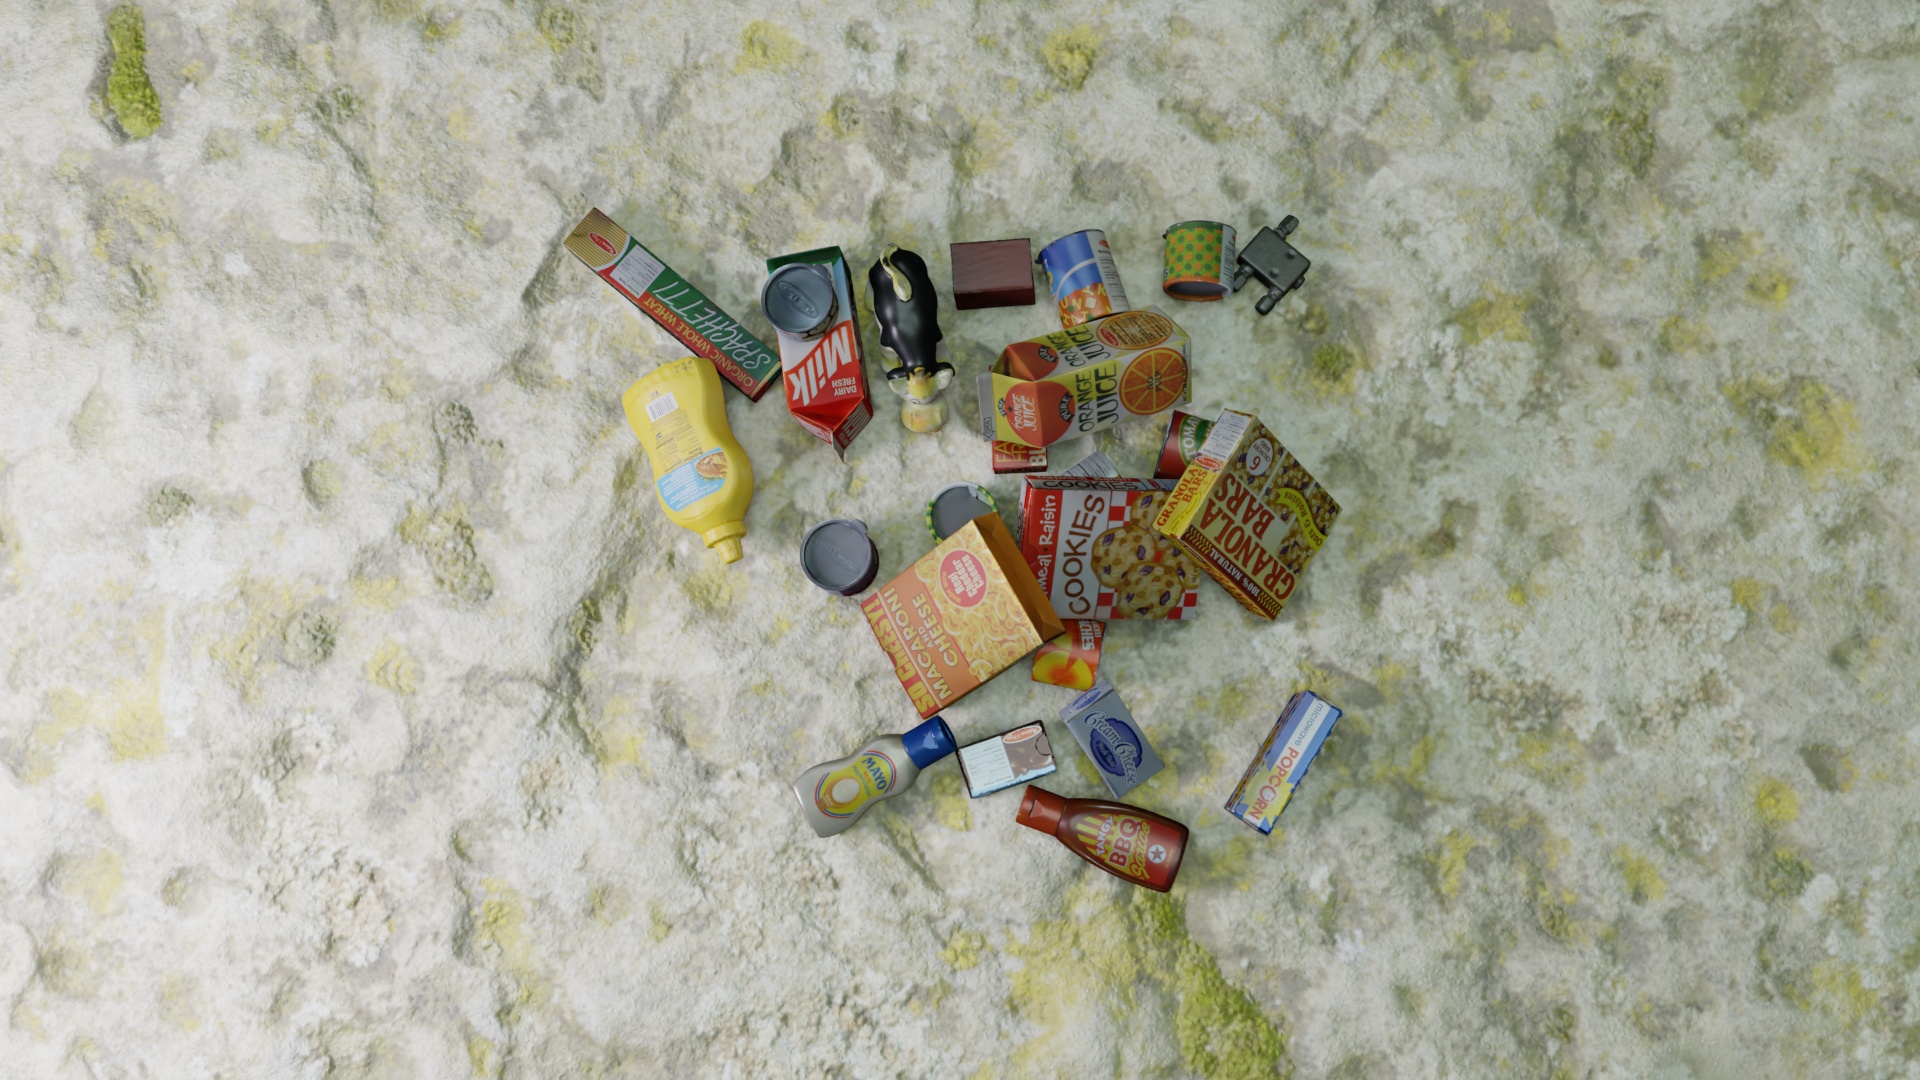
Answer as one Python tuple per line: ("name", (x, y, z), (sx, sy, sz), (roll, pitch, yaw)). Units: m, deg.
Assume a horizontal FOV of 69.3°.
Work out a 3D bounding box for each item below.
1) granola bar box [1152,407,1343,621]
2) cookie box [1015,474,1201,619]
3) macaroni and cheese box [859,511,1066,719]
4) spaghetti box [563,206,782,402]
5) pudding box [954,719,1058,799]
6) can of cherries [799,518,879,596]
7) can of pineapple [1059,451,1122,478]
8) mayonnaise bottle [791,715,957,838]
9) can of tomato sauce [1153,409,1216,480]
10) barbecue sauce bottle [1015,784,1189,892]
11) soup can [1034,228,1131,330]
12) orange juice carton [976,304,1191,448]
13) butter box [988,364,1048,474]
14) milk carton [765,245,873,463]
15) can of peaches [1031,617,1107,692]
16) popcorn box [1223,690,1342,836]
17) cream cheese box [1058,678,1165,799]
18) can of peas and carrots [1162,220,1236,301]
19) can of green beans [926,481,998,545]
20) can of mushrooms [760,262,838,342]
("granola bar box", (0.256, -0.020, 1.221), (0.039, 0.165, 0.124), (26, 82, 51))
("cookie box", (0.132, 0.007, 1.231), (0.168, 0.040, 0.122), (1, 109, -12))
("macaroni and cheese box", (-0.002, 0.069, 1.229), (0.165, 0.040, 0.124), (-37, 78, 37))
("spaghetti box", (-0.276, -0.227, 1.346), (0.250, 0.028, 0.050), (39, 86, 8))
("pudding box", (0.042, 0.199, 1.259), (0.084, 0.030, 0.050), (-19, 80, 0))
("can of cherries", (-0.108, 0.015, 1.283), (0.071, 0.058, 0.071), (-1, 81, 4))
("can of pineapple", (0.121, -0.039, 1.274), (0.058, 0.071, 0.071), (-33, 81, -2))
("mayonnaise bottle", (-0.075, 0.208, 1.250), (0.148, 0.041, 0.065), (-30, 84, 7))
("can of tomato sauce", (0.226, -0.078, 1.270), (0.083, 0.071, 0.071), (17, 83, 6))
("barbecue sauce bottle", (0.124, 0.259, 1.237), (0.148, 0.043, 0.065), (19, 85, 7))
("soup can", (0.115, -0.239, 1.305), (0.071, 0.071, 0.084), (-18, 81, 1))
("orange juice carton", (0.107, -0.144, 1.254), (0.193, 0.071, 0.073), (-17, 39, -12))
("butter box", (0.055, -0.115, 1.309), (0.053, 0.024, 0.103), (-2, 81, 2))
("milk carton", (-0.129, -0.171, 1.306), (0.073, 0.072, 0.191), (-10, 80, 2))
("can of peaches", (0.098, 0.098, 1.251), (0.058, 0.071, 0.071), (11, 82, 6))
("popcorn box", (0.282, 0.194, 1.216), (0.038, 0.085, 0.127), (32, 85, 9))
("cream cheese box", (0.135, 0.177, 1.233), (0.053, 0.024, 0.103), (-35, 115, -2))
("can of peas and carrots", (0.221, -0.261, 1.301), (0.071, 0.071, 0.059), (4, 82, 4))
("can of green beans", (0.004, -0.018, 1.281), (0.071, 0.057, 0.071), (-1, 82, 4))
("can of mushrooms", (-0.143, -0.217, 1.260), (0.071, 0.033, 0.071), (-1, 80, 5))
